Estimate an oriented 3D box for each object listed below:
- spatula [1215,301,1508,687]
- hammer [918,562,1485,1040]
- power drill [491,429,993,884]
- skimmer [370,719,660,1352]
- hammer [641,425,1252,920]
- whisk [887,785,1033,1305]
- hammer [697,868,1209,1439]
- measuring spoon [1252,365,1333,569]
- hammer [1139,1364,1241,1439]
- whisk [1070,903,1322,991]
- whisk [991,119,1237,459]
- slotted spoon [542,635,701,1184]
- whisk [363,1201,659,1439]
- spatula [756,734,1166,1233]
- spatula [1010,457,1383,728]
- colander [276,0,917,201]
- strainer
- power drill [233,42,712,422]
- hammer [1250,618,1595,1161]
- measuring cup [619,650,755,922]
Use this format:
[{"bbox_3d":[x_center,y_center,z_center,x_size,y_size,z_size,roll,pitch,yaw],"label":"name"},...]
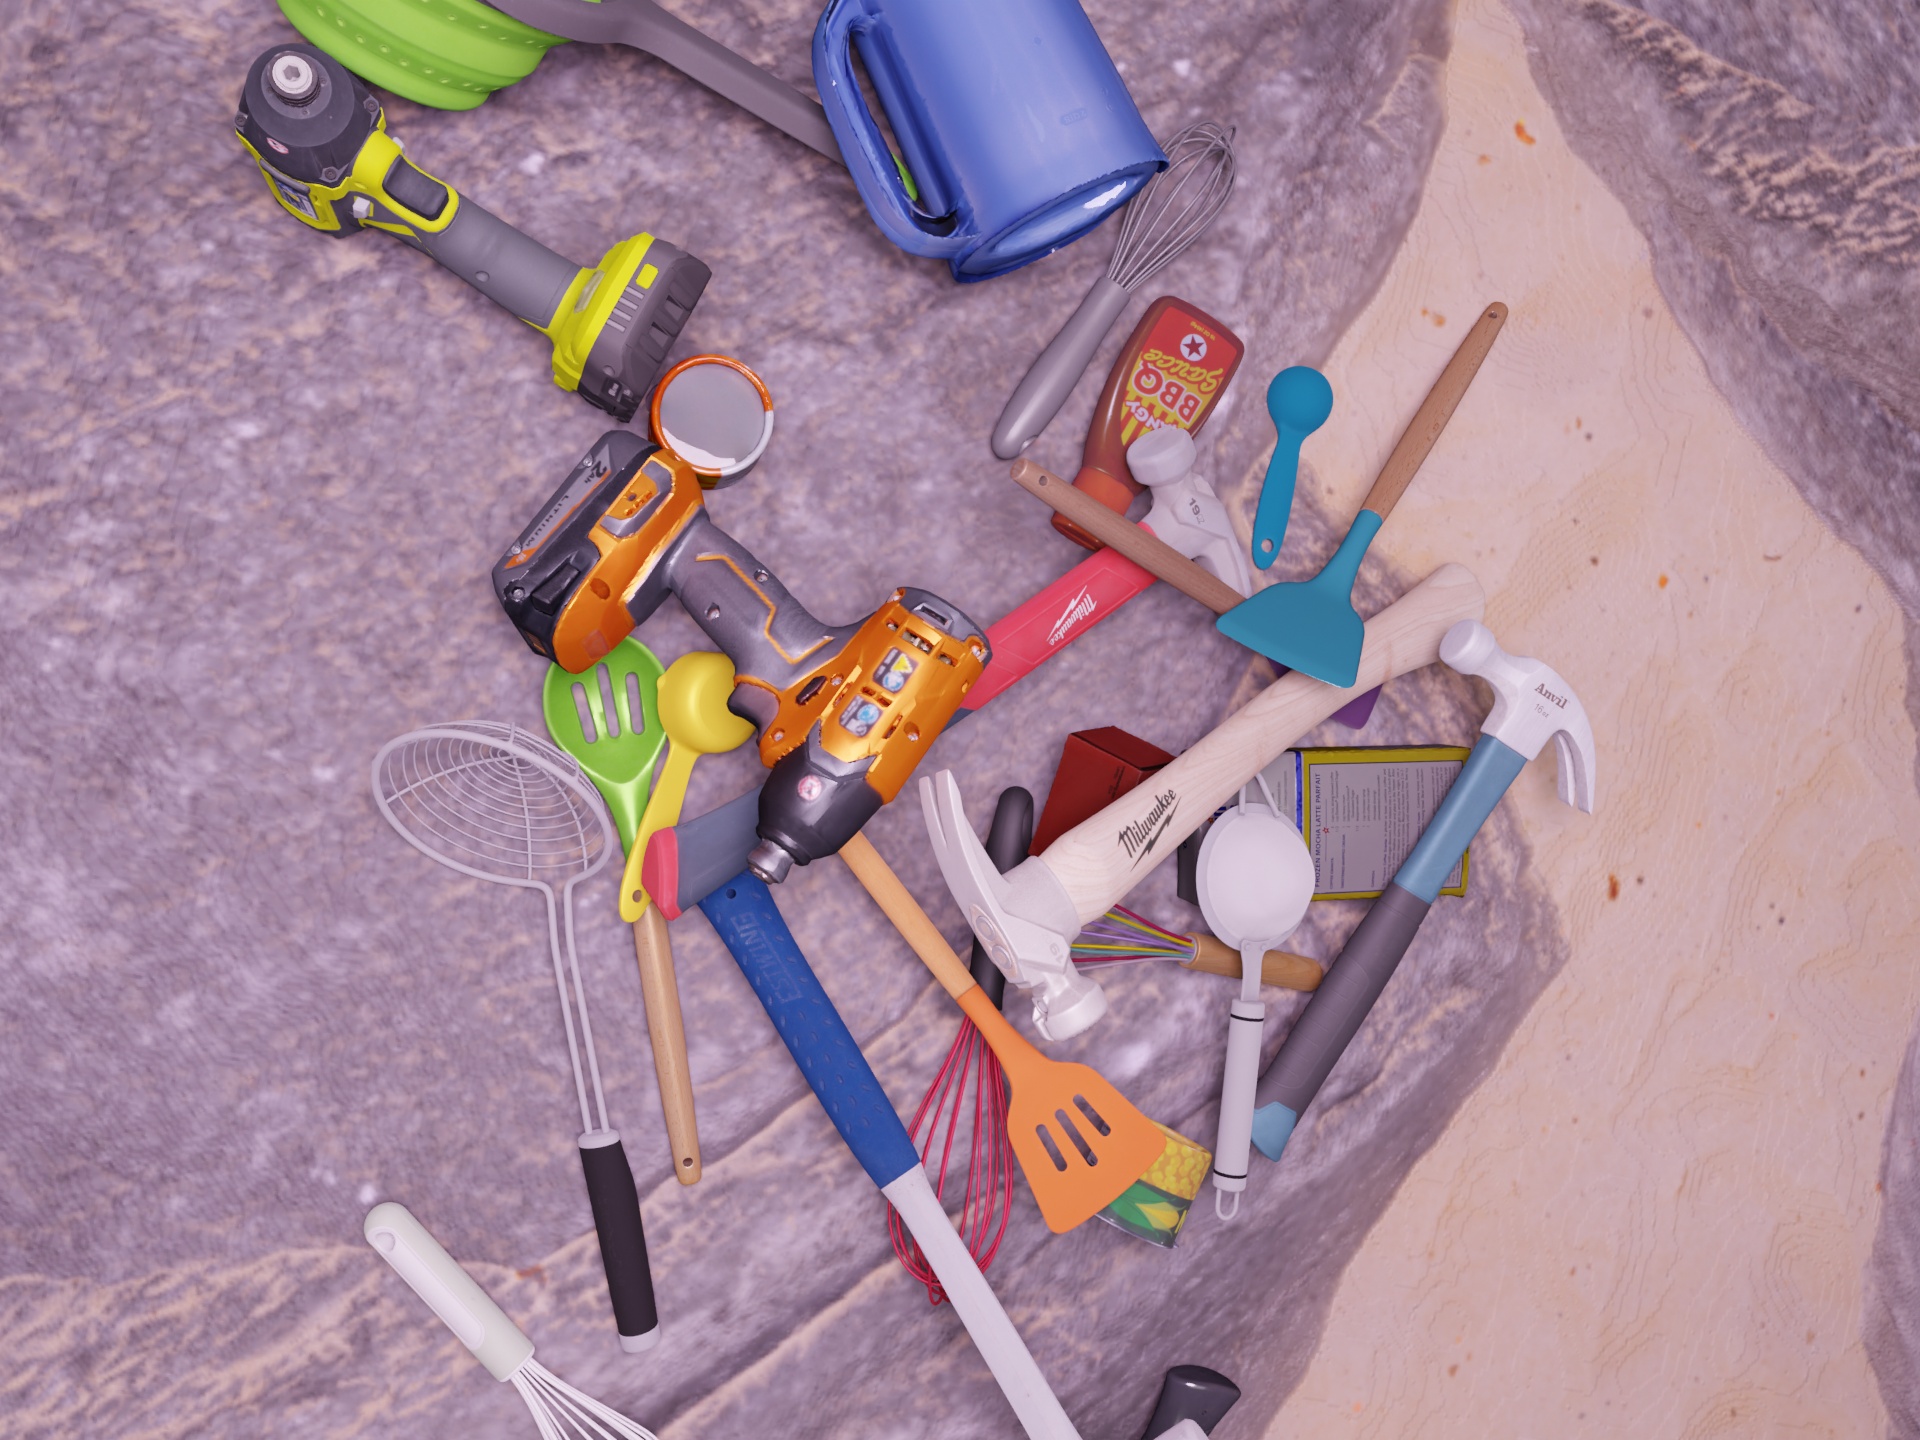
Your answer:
[{"bbox_3d":[0.256,-0.143,0.936,0.082,0.044,0.317,27,67,18],"label":"spatula"},{"bbox_3d":[0.158,0.002,0.882,0.410,0.038,0.146,-33,96,-31],"label":"hammer"},{"bbox_3d":[-0.120,-0.030,0.803,0.226,0.084,0.164,31,73,11],"label":"power drill"},{"bbox_3d":[-0.220,0.175,0.841,0.127,0.090,0.363,-8,96,21],"label":"skimmer"},{"bbox_3d":[-0.001,-0.003,0.882,0.386,0.038,0.143,-35,120,-13],"label":"hammer"},{"bbox_3d":[0.009,0.183,0.911,0.073,0.073,0.296,11,83,-13],"label":"whisk"},{"bbox_3d":[-0.032,0.256,0.851,0.144,0.035,0.406,-33,79,2],"label":"hammer"},{"bbox_3d":[0.200,-0.155,0.966,0.042,0.021,0.128,14,86,-12],"label":"measuring spoon"},{"bbox_3d":[0.036,0.557,0.932,0.149,0.036,0.409,39,82,-12],"label":"hammer"},{"bbox_3d":[0.112,0.130,0.921,0.244,0.051,0.047,15,110,-29],"label":"whisk"},{"bbox_3d":[0.090,-0.251,0.930,0.055,0.055,0.239,35,87,-11],"label":"whisk"},{"bbox_3d":[-0.176,0.106,0.883,0.070,0.031,0.314,-10,95,-12],"label":"slotted spoon"},{"bbox_3d":[-0.236,0.356,0.863,0.058,0.059,0.246,-39,95,18],"label":"whisk"},{"bbox_3d":[-0.012,0.132,0.882,0.081,0.041,0.323,-37,79,-9],"label":"spatula"},{"bbox_3d":[0.145,-0.074,0.903,0.315,0.018,0.060,26,85,-35],"label":"spatula"},{"bbox_3d":[-0.207,-0.348,0.835,0.396,0.205,0.094,23,120,-27],"label":"colander"},{"bbox_3d":[0.167,0.157,0.906,0.086,0.050,0.258,5,91,-30],"label":"strainer"},{"bbox_3d":[-0.243,-0.244,0.792,0.223,0.171,0.080,29,84,-15],"label":"power drill"},{"bbox_3d":[0.257,0.112,0.935,0.128,0.033,0.331,30,95,-15],"label":"hammer"},{"bbox_3d":[-0.149,0.036,0.863,0.062,0.029,0.157,30,69,-40],"label":"measuring cup"}]
